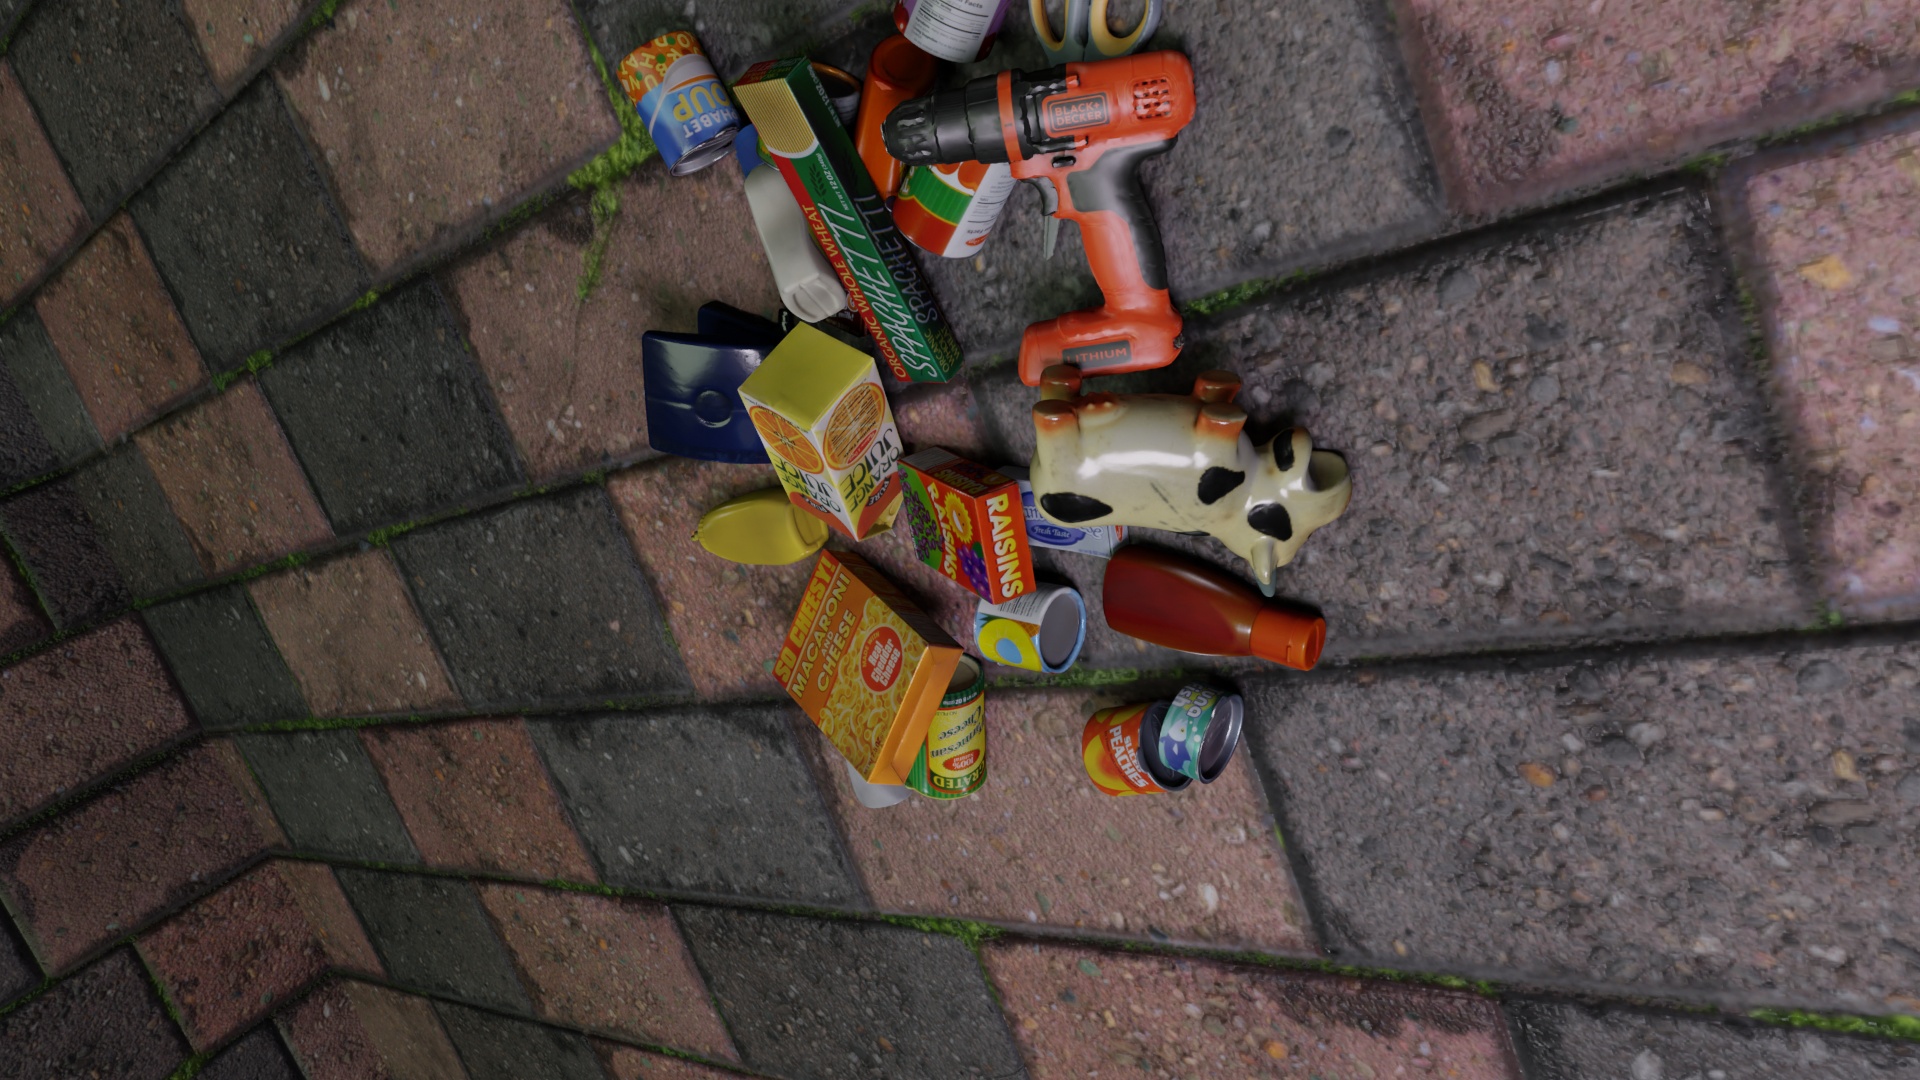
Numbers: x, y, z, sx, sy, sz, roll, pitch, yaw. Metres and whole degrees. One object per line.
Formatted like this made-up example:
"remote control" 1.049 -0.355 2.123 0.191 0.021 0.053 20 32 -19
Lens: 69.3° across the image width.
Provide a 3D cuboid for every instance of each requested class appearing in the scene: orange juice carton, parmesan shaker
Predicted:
"orange juice carton" -0.093 -0.067 1.045 0.072 0.073 0.191 29 158 25
"parmesan shaker" -0.015 0.151 1.131 0.071 0.071 0.102 19 125 33

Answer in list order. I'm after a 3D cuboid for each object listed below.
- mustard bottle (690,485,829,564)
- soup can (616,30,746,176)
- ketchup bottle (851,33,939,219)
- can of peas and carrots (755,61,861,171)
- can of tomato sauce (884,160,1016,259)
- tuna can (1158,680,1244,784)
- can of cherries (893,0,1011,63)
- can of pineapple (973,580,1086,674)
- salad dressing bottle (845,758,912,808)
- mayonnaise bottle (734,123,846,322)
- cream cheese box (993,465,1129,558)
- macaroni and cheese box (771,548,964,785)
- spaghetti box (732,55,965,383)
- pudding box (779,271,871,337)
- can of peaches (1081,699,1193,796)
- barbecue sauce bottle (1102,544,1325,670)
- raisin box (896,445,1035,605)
"mustard bottle" -0.183 -0.011 1.202 0.160 0.049 0.065 -3 111 43
"soup can" -0.204 -0.324 1.026 0.071 0.072 0.083 -23 97 46
"ketchup bottle" -0.053 -0.262 0.936 0.043 0.065 0.148 20 140 -2
"can of peas and carrots" -0.106 -0.293 0.960 0.071 0.071 0.058 34 131 22
"can of tomato sauce" -0.001 -0.236 0.899 0.071 0.071 0.082 44 134 13
"tuna can" 0.167 0.130 0.963 0.033 0.071 0.070 20 125 33
"can of cherries" -0.001 -0.335 0.846 0.071 0.072 0.058 42 136 14
"can of pineapple" 0.052 0.063 1.027 0.058 0.071 0.070 9 119 37
"salad dressing bottle" -0.081 0.156 1.204 0.044 0.064 0.147 -10 98 30
"mayonnaise bottle" -0.125 -0.231 0.992 0.041 0.064 0.148 -24 69 10
"cream cheese box" 0.069 -0.021 0.993 0.104 0.024 0.053 10 119 37
"macaroni and cheese box" -0.078 0.098 1.109 0.167 0.040 0.123 38 109 47
"spaghetti box" -0.069 -0.208 0.940 0.050 0.029 0.249 7 140 39
"pudding box" -0.095 -0.190 1.034 0.084 0.030 0.049 27 128 27
"can of peaches" 0.129 0.151 1.007 0.058 0.071 0.071 -16 103 46
"barbecue sauce bottle" 0.168 0.049 0.933 0.148 0.044 0.064 17 124 33
"raisin box" 0.004 -0.013 1.013 0.123 0.040 0.085 29 134 58
